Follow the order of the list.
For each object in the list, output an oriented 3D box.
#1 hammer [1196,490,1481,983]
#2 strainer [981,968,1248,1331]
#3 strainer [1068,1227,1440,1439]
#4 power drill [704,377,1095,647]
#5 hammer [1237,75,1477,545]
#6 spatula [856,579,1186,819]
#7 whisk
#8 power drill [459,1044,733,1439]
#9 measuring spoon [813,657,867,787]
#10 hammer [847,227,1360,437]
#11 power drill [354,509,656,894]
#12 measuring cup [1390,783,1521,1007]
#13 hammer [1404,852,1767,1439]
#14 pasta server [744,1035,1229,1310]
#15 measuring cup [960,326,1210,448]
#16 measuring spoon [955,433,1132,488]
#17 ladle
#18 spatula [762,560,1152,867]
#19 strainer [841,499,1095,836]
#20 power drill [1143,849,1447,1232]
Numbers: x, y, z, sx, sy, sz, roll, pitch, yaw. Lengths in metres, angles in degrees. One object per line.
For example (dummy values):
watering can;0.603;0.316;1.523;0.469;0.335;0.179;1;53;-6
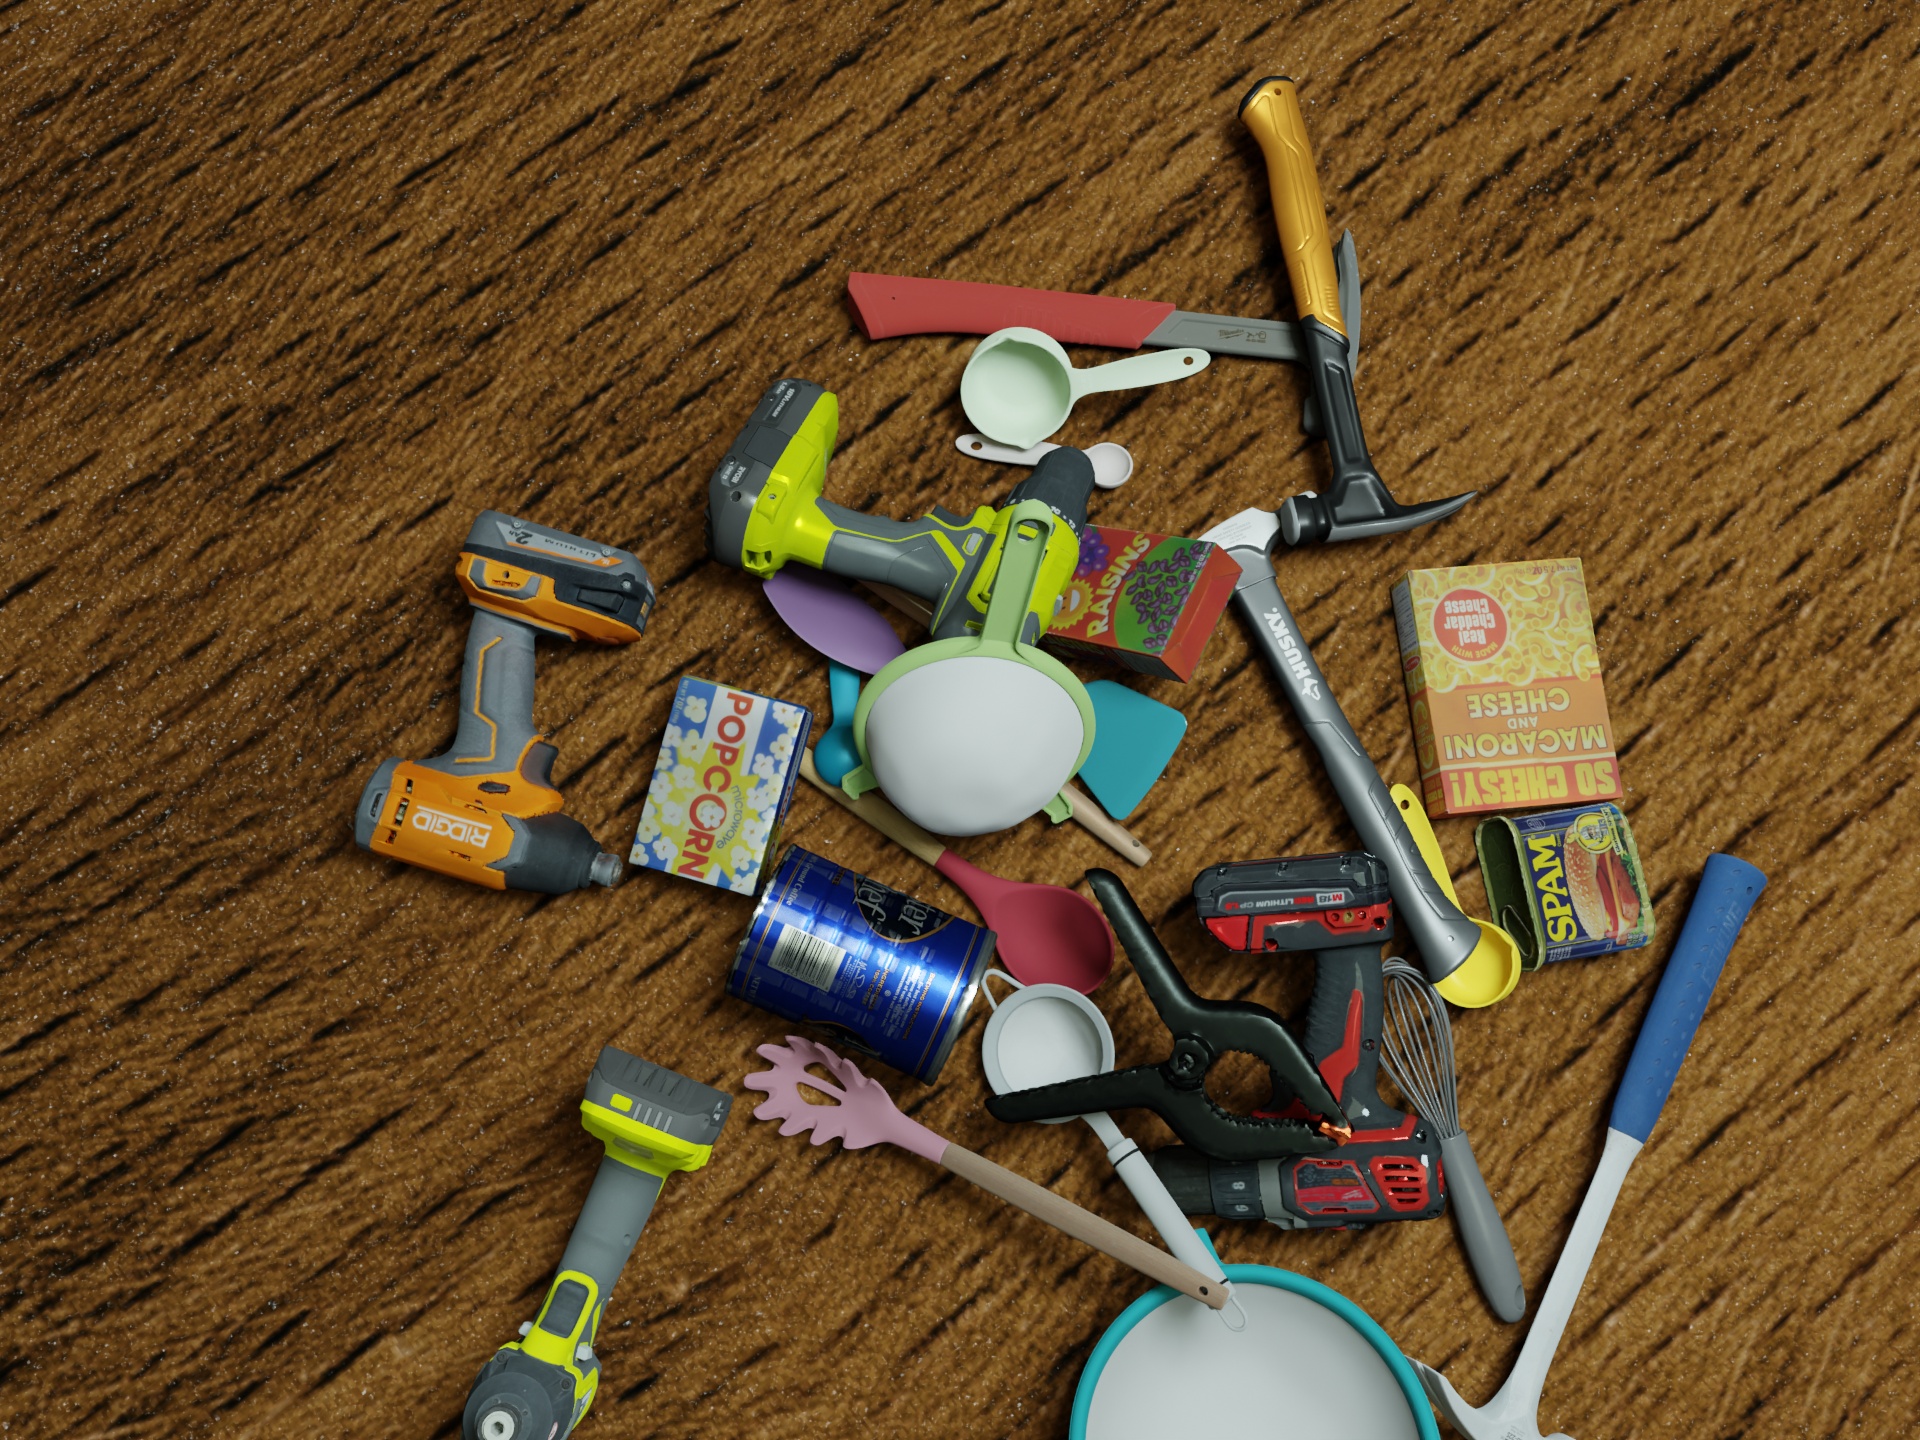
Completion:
hammer;0.241;0.015;1.048;0.146;0.035;0.335;-23;75;-8
strainer;0.094;0.259;0.976;0.087;0.050;0.259;-41;66;12
strainer;0.222;0.466;0.915;0.340;0.095;0.211;28;62;17
power drill;-0.032;-0.135;1.035;0.228;0.080;0.191;22;58;5
hammer;0.253;-0.288;1.091;0.127;0.034;0.337;-9;79;-5
spatula;0.001;-0.056;1.059;0.317;0.044;0.082;34;106;5
whisk;0.310;0.267;1.012;0.055;0.055;0.239;-18;84;-7
power drill;-0.211;0.307;0.911;0.080;0.171;0.223;22;75;1
measuring spoon;-0.076;-0.019;1.047;0.042;0.021;0.129;1;68;-7
hammer;0.101;-0.289;1.116;0.359;0.036;0.149;5;78;-3
power drill;-0.271;-0.003;1.016;0.164;0.084;0.226;17;82;-1
measuring cup;0.322;0.114;1.052;0.062;0.029;0.157;-30;64;28
hammer;0.410;0.269;0.998;0.144;0.035;0.405;31;79;-17
pasta server;0.012;0.274;0.957;0.316;0.040;0.060;23;90;19
measuring cup;0.084;-0.236;1.073;0.167;0.038;0.083;-8;123;10
measuring spoon;0.058;-0.181;1.105;0.124;0.018;0.034;10;67;5
ladle;-0.035;0.075;1.039;0.315;0.031;0.069;35;83;6
spatula;-0.002;-0.003;1.055;0.316;0.018;0.060;38;50;1
strainer;0.018;-0.011;0.932;0.151;0.256;0.069;7;45;-7
power drill;0.192;0.201;0.983;0.188;0.080;0.227;-7;86;17
